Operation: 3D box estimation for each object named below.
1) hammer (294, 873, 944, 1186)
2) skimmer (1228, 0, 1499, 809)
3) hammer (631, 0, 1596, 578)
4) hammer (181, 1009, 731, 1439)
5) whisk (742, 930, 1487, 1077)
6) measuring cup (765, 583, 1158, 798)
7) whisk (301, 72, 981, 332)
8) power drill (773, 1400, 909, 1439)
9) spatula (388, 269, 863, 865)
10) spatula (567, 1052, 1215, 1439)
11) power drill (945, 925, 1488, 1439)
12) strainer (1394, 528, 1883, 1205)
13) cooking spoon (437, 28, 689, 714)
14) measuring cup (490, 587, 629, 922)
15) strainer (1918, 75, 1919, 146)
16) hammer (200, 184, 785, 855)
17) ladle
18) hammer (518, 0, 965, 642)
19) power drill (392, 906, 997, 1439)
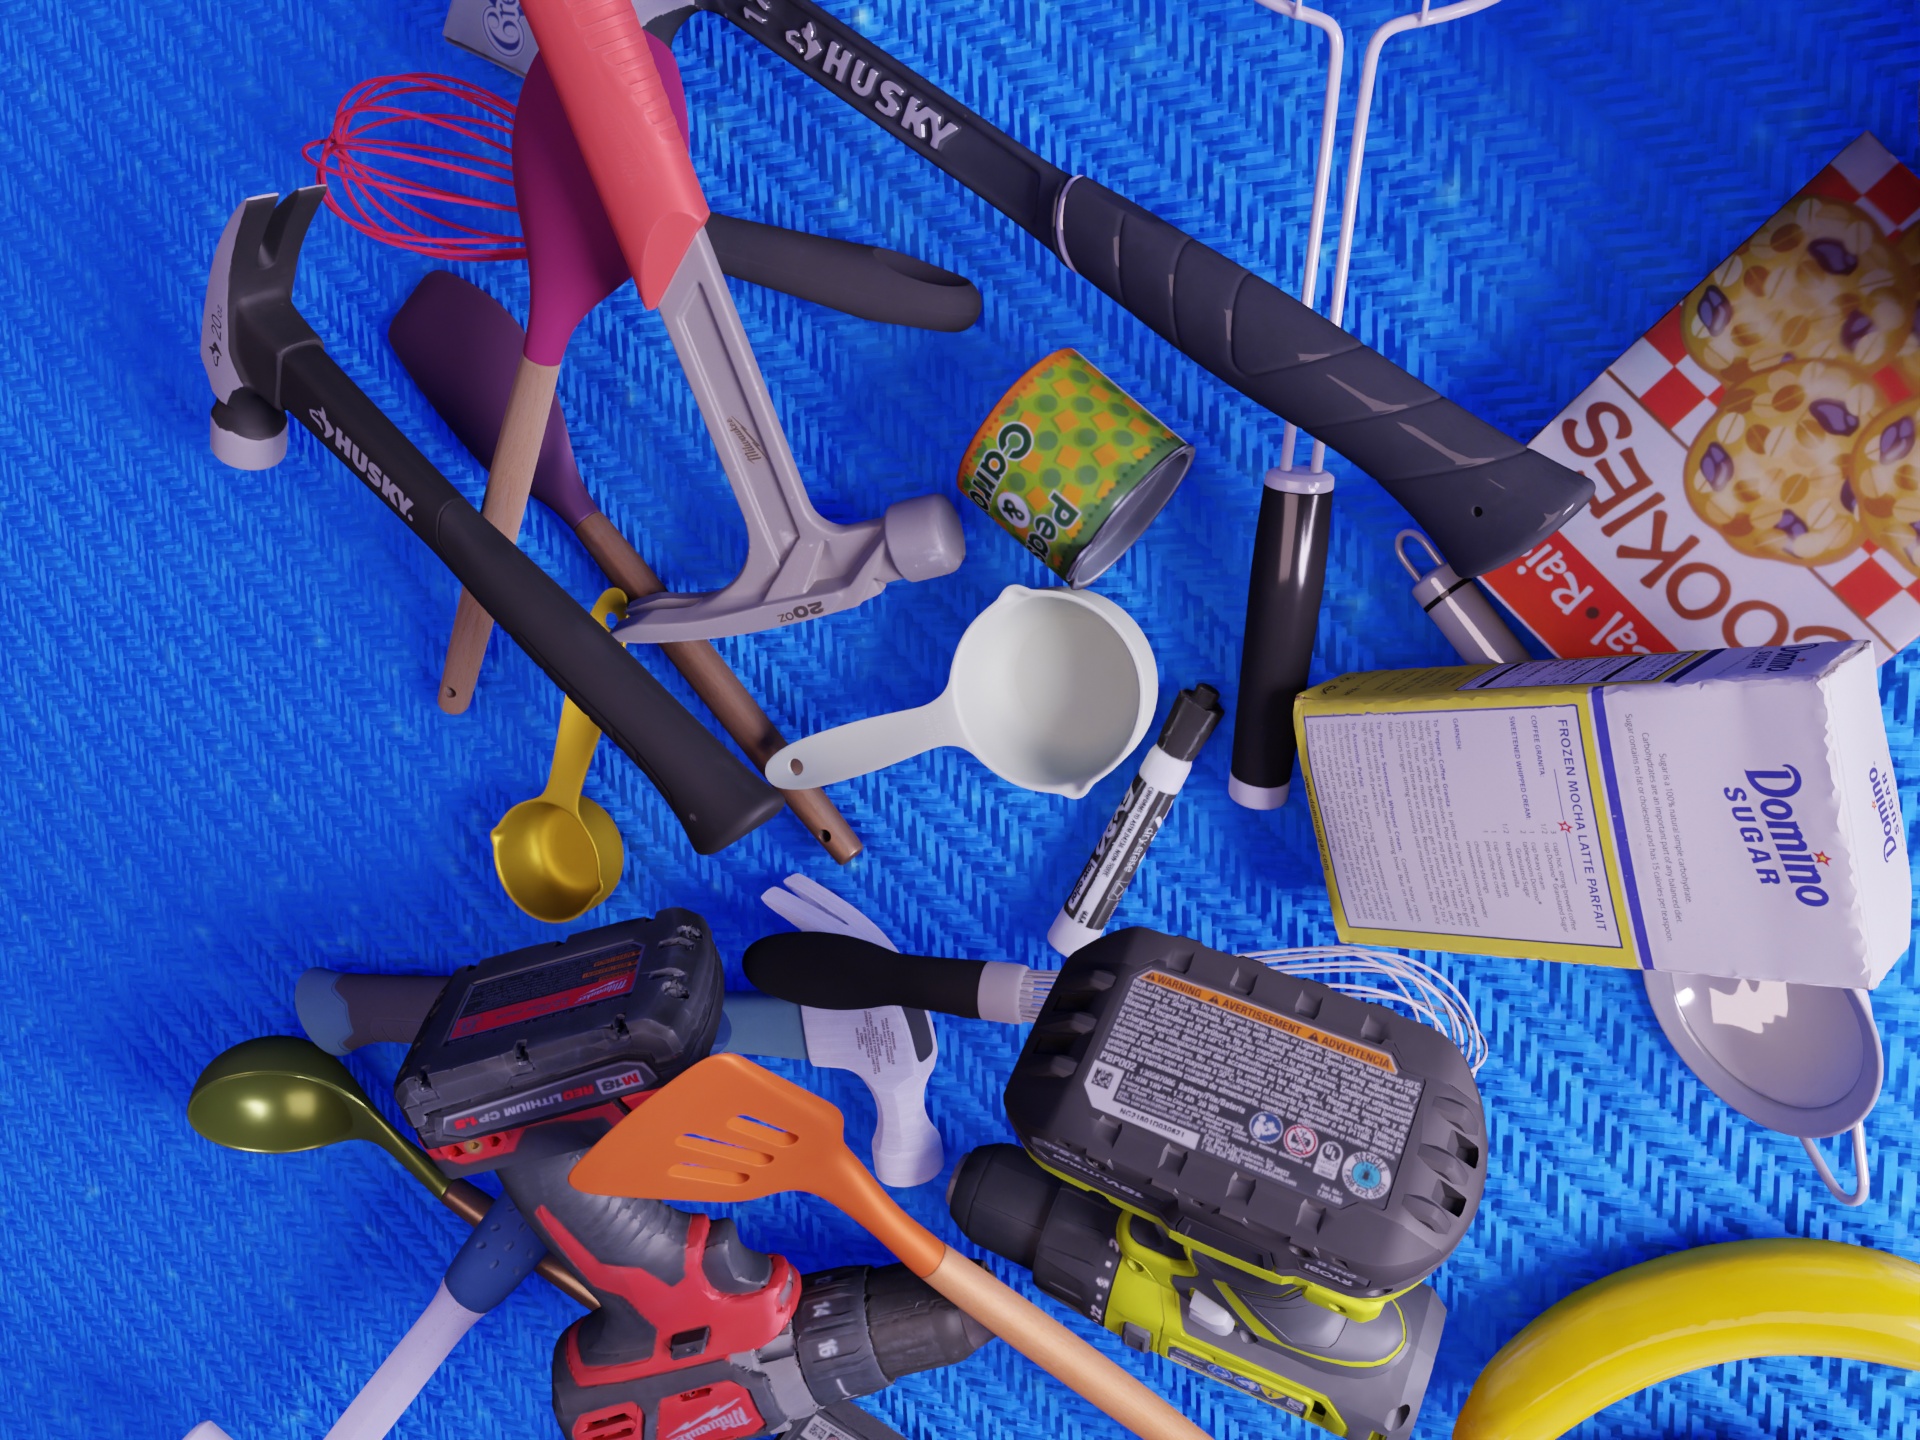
[{"bbox_3d":[-0.167,0.135,0.719,0.331,0.033,0.128,-3,100,23],"label":"hammer"},{"bbox_3d":[0.125,-0.149,0.544,0.127,0.090,0.363,7,114,10],"label":"skimmer"},{"bbox_3d":[0.027,-0.179,0.527,0.409,0.036,0.149,40,128,19],"label":"hammer"},{"bbox_3d":[-0.225,0.270,0.725,0.144,0.035,0.405,39,111,1],"label":"hammer"},{"bbox_3d":[0.047,0.106,0.594,0.284,0.070,0.070,4,102,18],"label":"whisk"},{"bbox_3d":[-0.001,-0.002,0.622,0.167,0.038,0.083,-17,94,26],"label":"measuring cup"},{"bbox_3d":[-0.130,-0.198,0.626,0.296,0.073,0.073,18,107,13],"label":"whisk"},{"bbox_3d":[-0.044,0.436,0.704,0.185,0.084,0.226,27,114,15],"label":"power drill"},{"bbox_3d":[-0.142,-0.066,0.677,0.059,0.018,0.316,-41,82,24],"label":"spatula"},{"bbox_3d":[0.006,0.218,0.584,0.081,0.041,0.322,-41,111,19],"label":"spatula"},{"bbox_3d":[0.078,0.166,0.547,0.190,0.080,0.228,18,148,18],"label":"power drill"},{"bbox_3d":[0.228,0.037,0.532,0.258,0.050,0.087,55,155,10],"label":"strainer"},{"bbox_3d":[-0.174,-0.124,0.640,0.069,0.017,0.318,27,124,0],"label":"cooking spoon"},{"bbox_3d":[-0.163,0.015,0.698,0.062,0.029,0.156,23,106,17],"label":"measuring cup"},{"bbox_3d":[0.335,-0.092,0.400,0.211,0.095,0.340,1,85,5],"label":"strainer"},{"bbox_3d":[-0.191,-0.071,0.631,0.335,0.035,0.146,43,135,15],"label":"hammer"},{"bbox_3d":[-0.229,0.247,0.756,0.320,0.062,0.078,30,135,12],"label":"ladle"},{"bbox_3d":[-0.121,-0.193,0.552,0.149,0.037,0.358,-11,119,17],"label":"hammer"},{"bbox_3d":[-0.097,0.190,0.625,0.188,0.080,0.226,-16,114,6],"label":"power drill"}]
